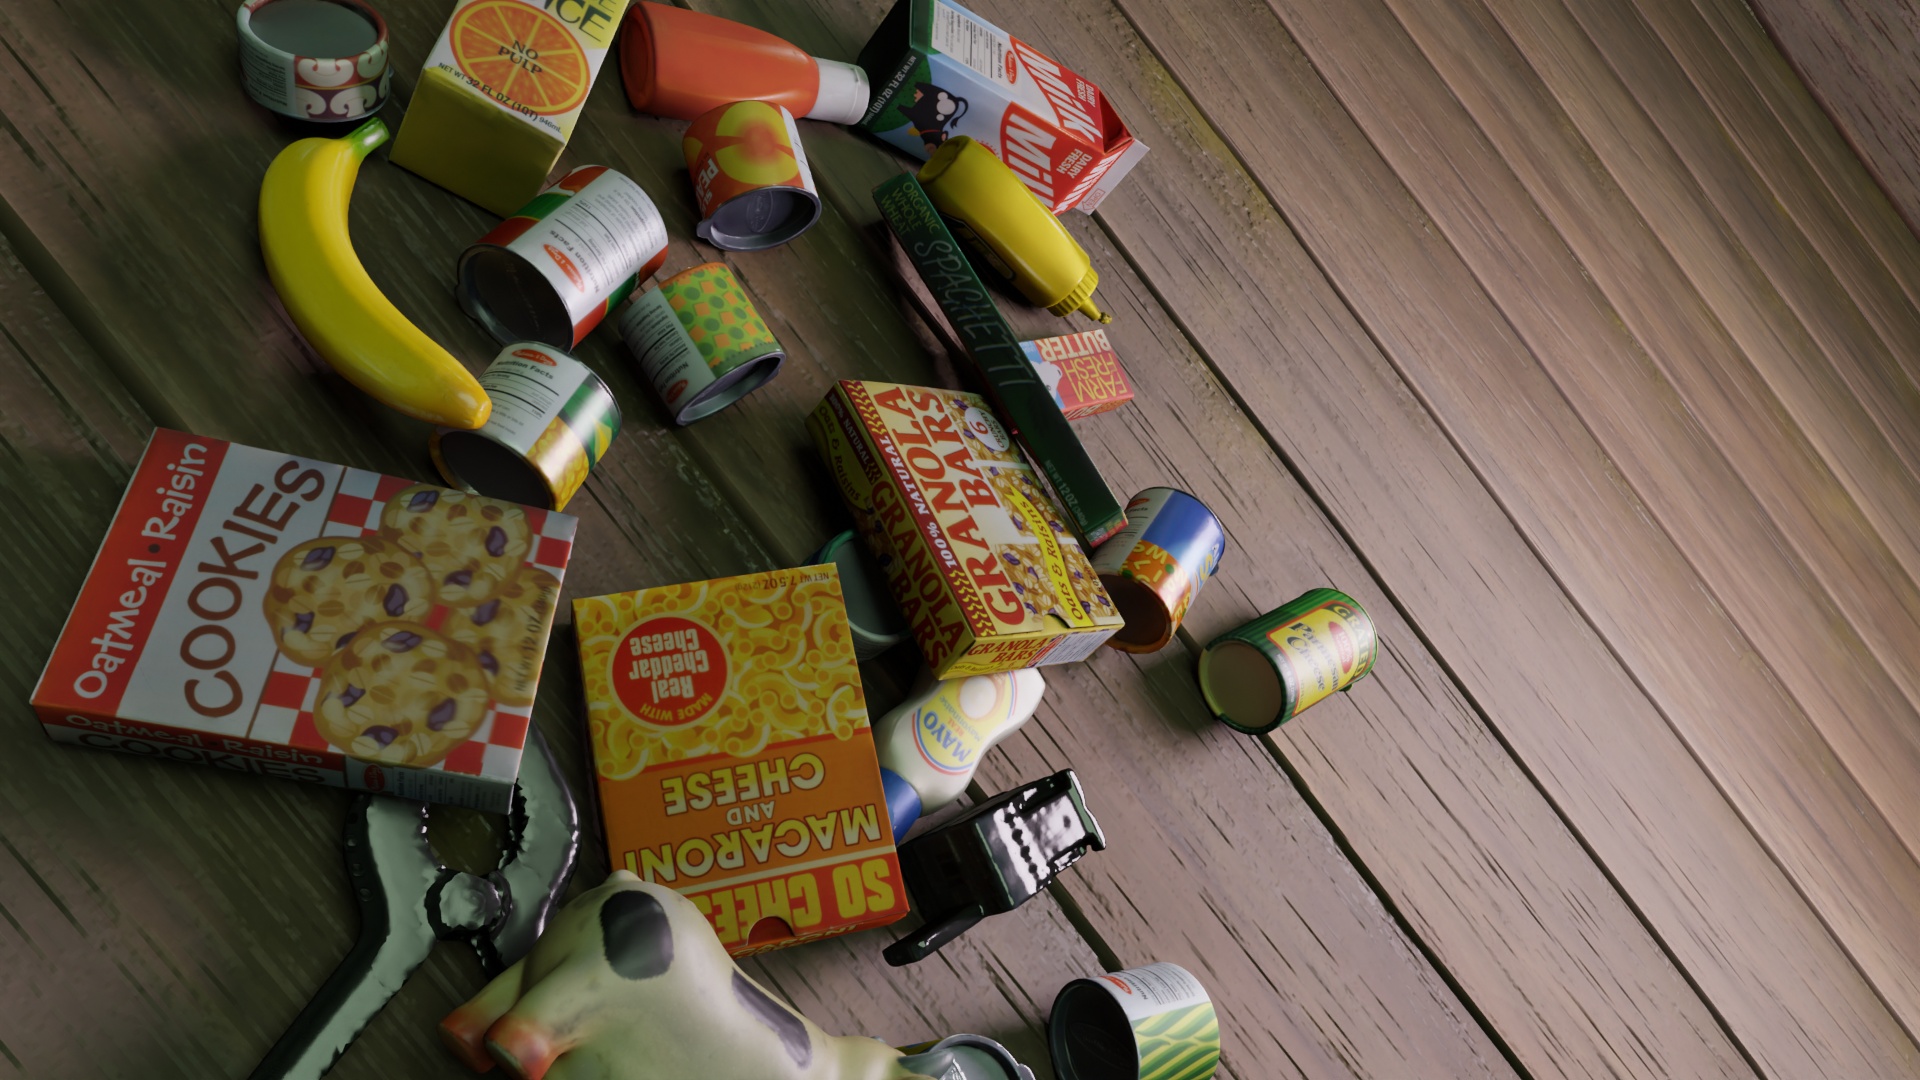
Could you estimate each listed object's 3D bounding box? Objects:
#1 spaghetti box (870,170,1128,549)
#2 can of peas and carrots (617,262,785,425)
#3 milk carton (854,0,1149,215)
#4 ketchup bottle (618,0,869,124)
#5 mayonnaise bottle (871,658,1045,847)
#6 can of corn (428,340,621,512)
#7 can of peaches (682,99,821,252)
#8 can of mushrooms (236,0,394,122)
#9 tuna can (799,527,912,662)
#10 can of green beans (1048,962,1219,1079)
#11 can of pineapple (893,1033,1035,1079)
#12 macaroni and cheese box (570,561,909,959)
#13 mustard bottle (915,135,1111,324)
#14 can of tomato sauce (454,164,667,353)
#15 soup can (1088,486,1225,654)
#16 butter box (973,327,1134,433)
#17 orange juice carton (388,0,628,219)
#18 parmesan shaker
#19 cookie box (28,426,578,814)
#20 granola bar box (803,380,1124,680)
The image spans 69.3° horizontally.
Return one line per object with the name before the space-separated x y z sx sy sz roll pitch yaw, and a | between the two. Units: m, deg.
spaghetti box | 0.022 -0.109 0.822 0.250 0.028 0.050 59 4 13
can of peas and carrots | -0.132 -0.102 0.717 0.071 0.070 0.058 -31 88 -42
milk carton | 0.030 -0.278 0.917 0.190 0.072 0.074 21 50 -26
ketchup bottle | -0.125 -0.276 0.825 0.149 0.043 0.065 -3 70 -37
mayonnaise bottle | -0.015 0.105 0.713 0.064 0.041 0.149 47 48 -6
can of corn | -0.199 -0.047 0.641 0.071 0.071 0.058 38 51 -15
can of peaches | -0.120 -0.203 0.778 0.071 0.071 0.058 -5 71 -38
can of mushrooms | -0.306 -0.233 0.663 0.071 0.033 0.071 11 47 -12
tuna can | -0.051 0.026 0.732 0.071 0.032 0.071 16 59 -29
can of green beans | 0.087 0.250 0.698 0.058 0.071 0.071 2 67 -36
can of pineapple | -0.009 0.260 0.627 0.071 0.057 0.071 16 59 -30
macaroni and cheese box | -0.102 0.101 0.627 0.124 0.040 0.167 -8 71 -18
mustard bottle | 0.042 -0.189 0.892 0.160 0.065 0.049 41 91 -22
can of tomato sauce | -0.197 -0.138 0.689 0.071 0.071 0.083 43 49 -11
soup can | 0.115 0.020 0.836 0.071 0.071 0.084 46 49 -8
butter box | 0.061 -0.103 0.886 0.104 0.024 0.053 -16 77 -40
orange juice carton | -0.224 -0.268 0.729 0.072 0.072 0.193 26 54 -23
parmesan shaker | 0.208 0.078 0.875 0.103 0.071 0.071 -20 80 -41
cookie box | -0.250 0.032 0.550 0.167 0.040 0.123 13 56 -14
granola bar box | 0.003 -0.009 0.747 0.124 0.039 0.166 -1 54 -48
